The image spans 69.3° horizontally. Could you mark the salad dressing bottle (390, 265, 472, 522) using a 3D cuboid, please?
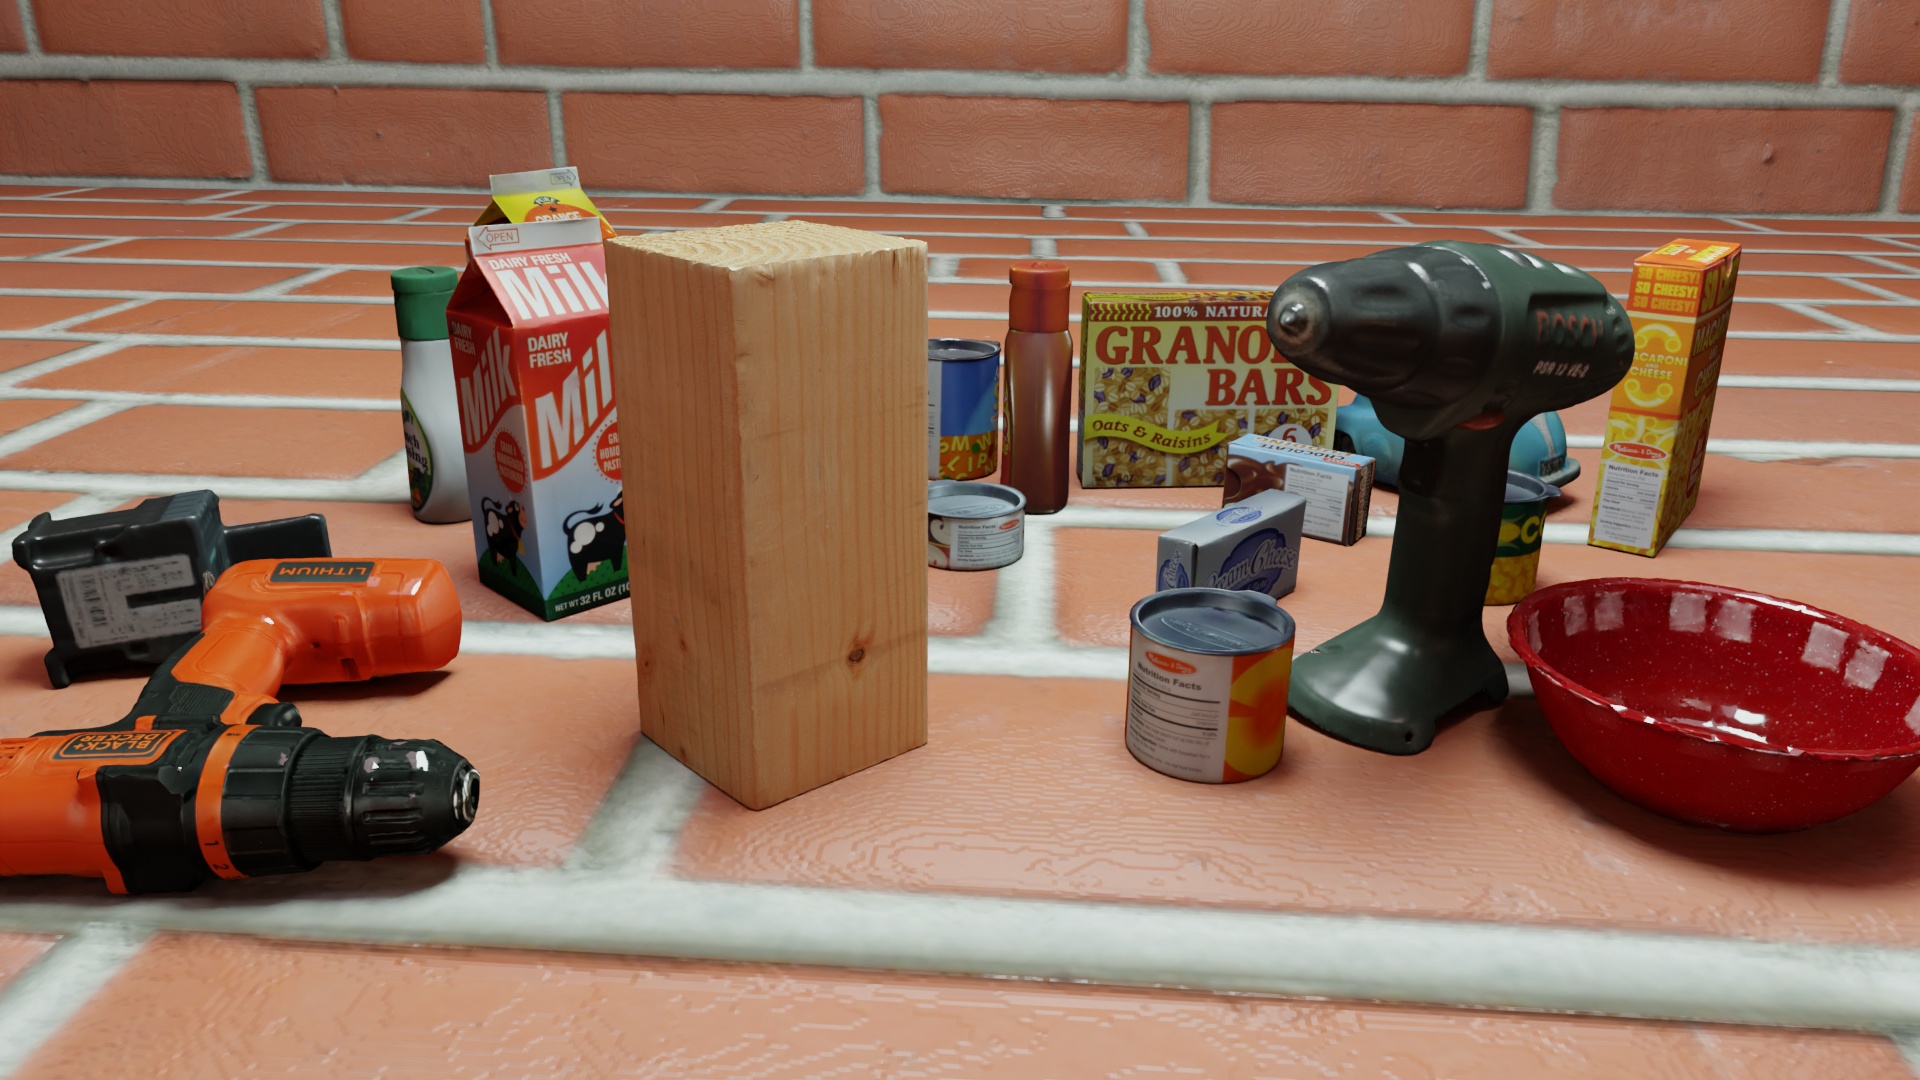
[{"bbox_3d":[-0.308,-0.086,0.820,0.044,0.147,0.064,-12,23,-31],"label":"salad dressing bottle"}]

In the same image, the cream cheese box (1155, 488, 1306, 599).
[{"bbox_3d":[0.138,0.012,0.703,0.024,0.053,0.104,18,26,40],"label":"cream cheese box"}]

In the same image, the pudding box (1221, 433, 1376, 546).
[{"bbox_3d":[0.201,-0.032,0.830,0.084,0.049,0.030,14,24,33],"label":"pudding box"}]

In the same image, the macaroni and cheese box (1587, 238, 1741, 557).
[{"bbox_3d":[0.418,-0.088,0.821,0.040,0.165,0.124,14,24,34],"label":"macaroni and cheese box"}]

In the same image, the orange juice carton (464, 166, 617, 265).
[{"bbox_3d":[-0.277,-0.150,0.933,0.073,0.192,0.072,14,24,34],"label":"orange juice carton"}]

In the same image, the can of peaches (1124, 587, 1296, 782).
[{"bbox_3d":[0.103,0.057,0.568,0.071,0.057,0.071,1,20,0],"label":"can of peaches"}]

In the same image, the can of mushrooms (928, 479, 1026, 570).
[{"bbox_3d":[0.003,-0.010,0.787,0.071,0.033,0.071,1,20,0],"label":"can of mushrooms"}]

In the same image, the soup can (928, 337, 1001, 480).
[{"bbox_3d":[-0.004,-0.089,0.933,0.071,0.083,0.071,1,20,0],"label":"soup can"}]

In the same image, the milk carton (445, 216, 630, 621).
[{"bbox_3d":[-0.205,-0.065,0.703,0.073,0.189,0.072,19,26,42],"label":"milk carton"}]

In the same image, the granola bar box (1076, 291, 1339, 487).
[{"bbox_3d":[0.160,-0.099,0.906,0.166,0.123,0.039,-1,19,-5],"label":"granola bar box"}]

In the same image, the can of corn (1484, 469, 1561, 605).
[{"bbox_3d":[0.279,-0.004,0.742,0.071,0.058,0.071,1,20,0],"label":"can of corn"}]

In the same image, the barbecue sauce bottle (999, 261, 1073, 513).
[{"bbox_3d":[0.047,-0.095,0.856,0.044,0.148,0.065,2,19,4],"label":"barbecue sauce bottle"}]
